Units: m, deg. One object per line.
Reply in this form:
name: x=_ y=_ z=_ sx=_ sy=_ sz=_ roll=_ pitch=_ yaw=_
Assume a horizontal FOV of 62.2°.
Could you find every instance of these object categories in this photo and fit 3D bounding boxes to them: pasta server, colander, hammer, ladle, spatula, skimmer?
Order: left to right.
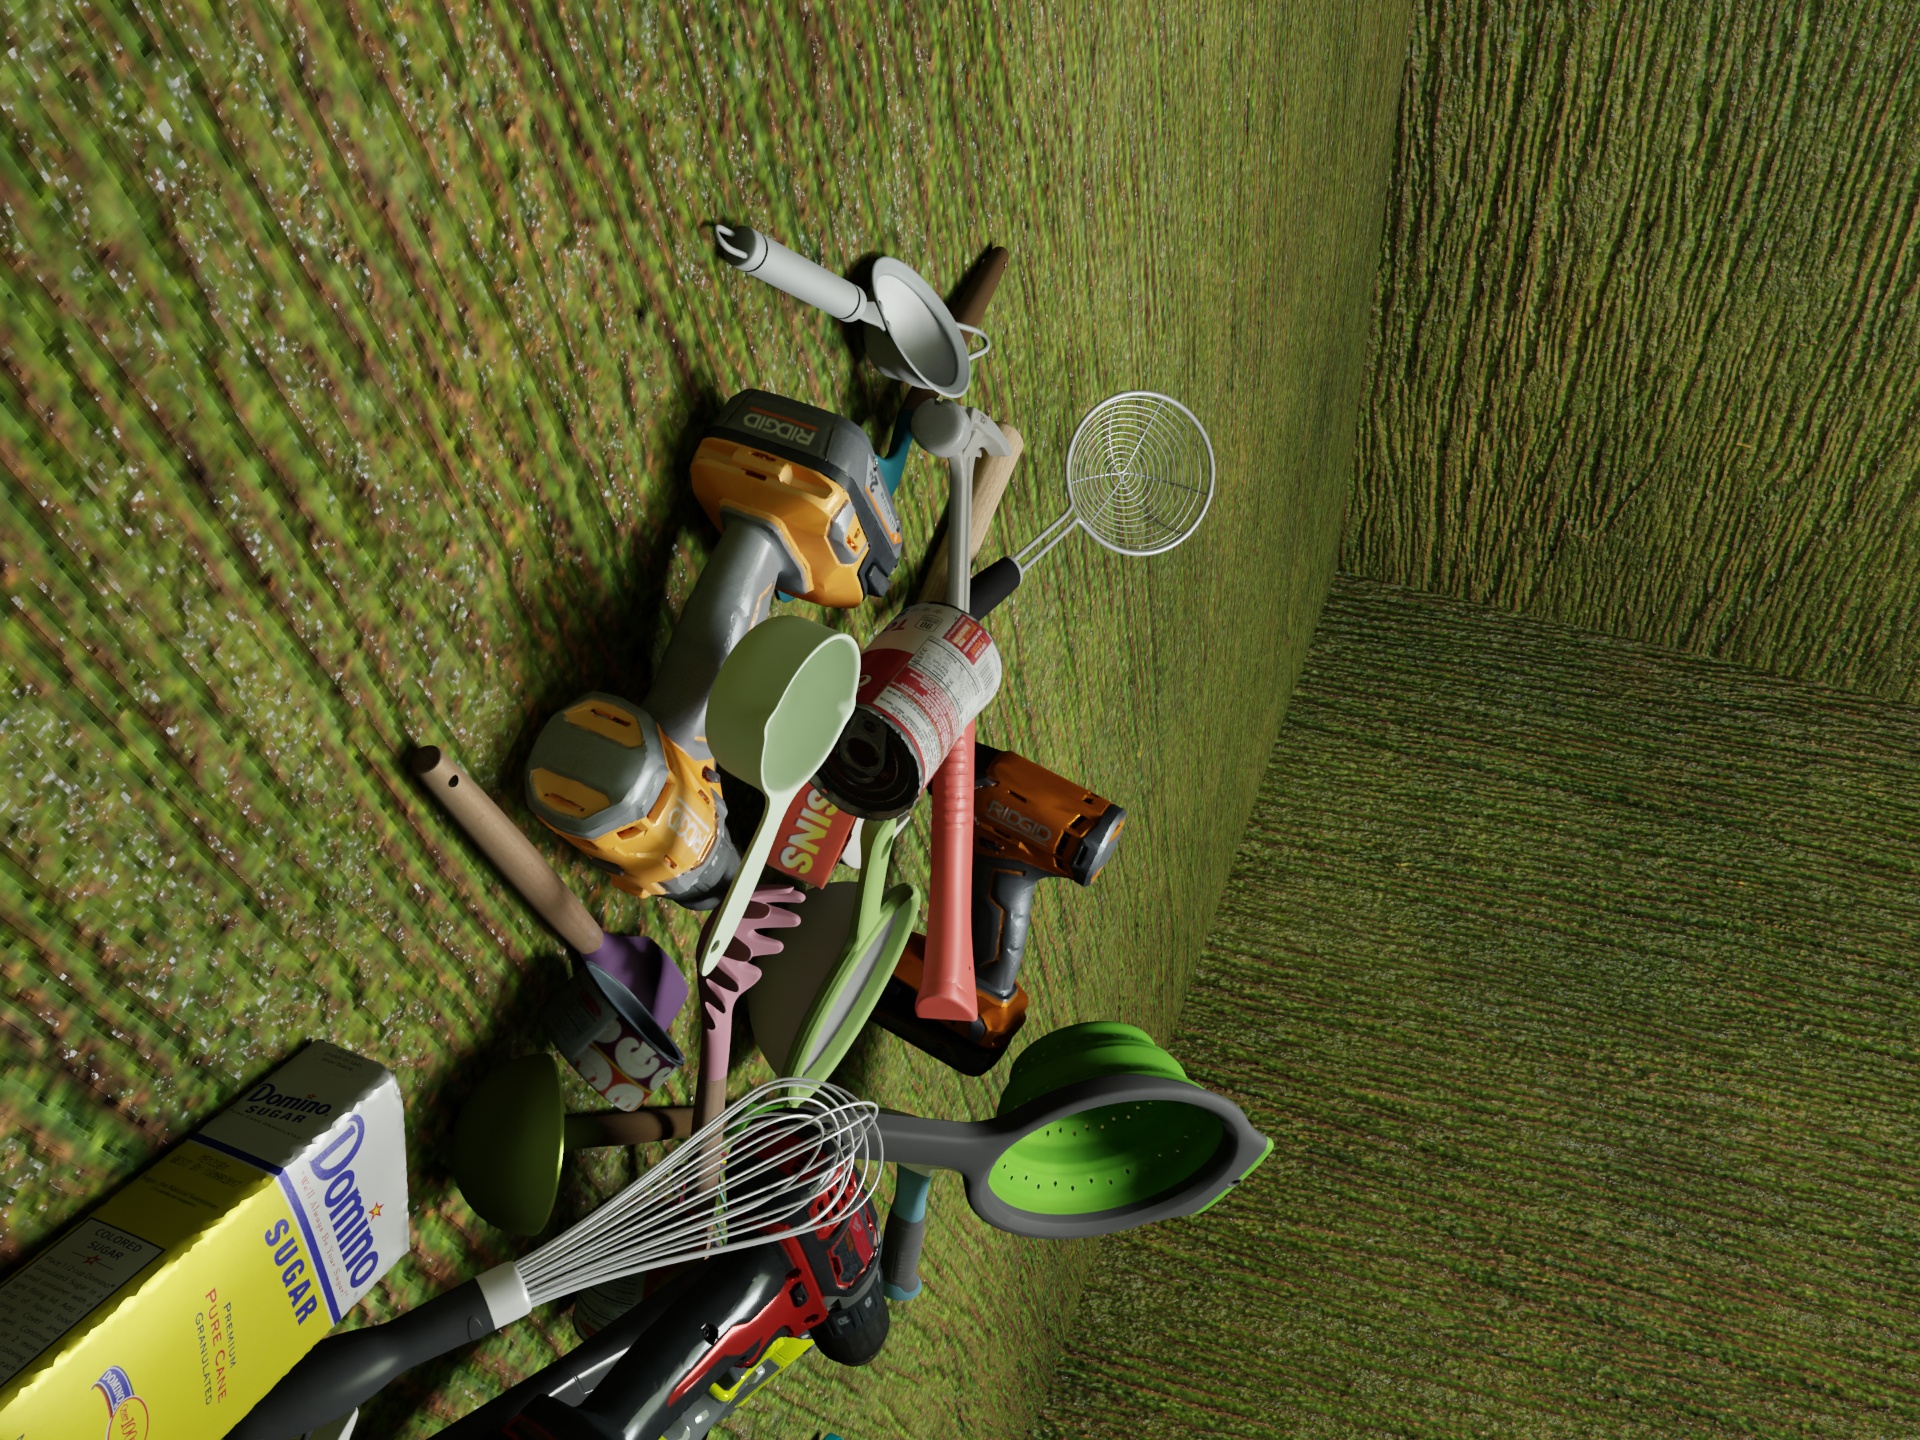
spatula: x=-0.181 y=0.093 z=0.733 sx=0.060 sy=0.018 sz=0.315 roll=-58 pitch=158 yaw=-22
hammer: x=-0.177 y=0.306 z=0.760 sx=0.334 sy=0.035 sz=0.146 roll=-19 pitch=121 yaw=-50
ladle: x=-0.168 y=0.211 z=0.818 sx=0.320 sy=0.062 sz=0.078 roll=46 pitch=45 yaw=-73
pasta server: x=-0.128 y=0.211 z=0.853 sx=0.060 sy=0.040 sz=0.316 roll=-47 pitch=153 yaw=-54
spatula: x=-0.032 y=-0.196 z=0.942 sx=0.082 sy=0.044 sz=0.318 roll=85 pitch=22 yaw=-46
hammer: x=-0.043 y=0.408 z=1.306 sx=0.330 sy=0.128 sz=0.033 roll=99 pitch=18 yaw=-51
hammer: x=-0.024 y=-0.055 z=1.069 sx=0.130 sy=0.031 sz=0.331 roll=66 pitch=43 yaw=-64
hammer: x=-0.002 y=-0.003 z=0.949 sx=0.149 sy=0.037 sz=0.359 roll=0 pitch=92 yaw=-78
colander: x=0.025 y=0.265 z=1.104 sx=0.204 sy=0.396 sz=0.095 roll=-56 pitch=-147 yaw=36
skimmer: x=0.082 y=-0.136 z=1.130 sx=0.127 sy=0.090 sz=0.363 roll=64 pitch=35 yaw=-14

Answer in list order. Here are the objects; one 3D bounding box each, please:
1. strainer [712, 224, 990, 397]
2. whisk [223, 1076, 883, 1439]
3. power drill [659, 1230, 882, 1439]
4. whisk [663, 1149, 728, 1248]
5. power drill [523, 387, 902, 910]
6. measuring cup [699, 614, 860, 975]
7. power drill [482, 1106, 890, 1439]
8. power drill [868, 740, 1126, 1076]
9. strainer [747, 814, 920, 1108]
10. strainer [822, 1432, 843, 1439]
strainer: x=-0.057 y=-0.214 z=0.818 sx=0.258 sy=0.050 sz=0.087 roll=2 pitch=65 yaw=-66
whisk: x=-0.158 y=0.222 z=0.657 sx=0.284 sy=0.070 sz=0.070 roll=-20 pitch=132 yaw=-26
power drill: x=-0.143 y=0.381 z=0.899 sx=0.190 sy=0.080 sz=0.228 roll=-47 pitch=175 yaw=29
whisk: x=-0.152 y=0.332 z=1.009 sx=0.047 sy=0.051 sz=0.244 roll=-38 pitch=150 yaw=-28
power drill: x=-0.109 y=-0.019 z=0.765 sx=0.185 sy=0.084 sz=0.226 roll=69 pitch=44 yaw=-66
measuring cup: x=-0.095 y=0.032 z=0.691 sx=0.167 sy=0.038 sz=0.083 roll=-67 pitch=162 yaw=14
power drill: x=-0.115 y=0.319 z=0.761 sx=0.227 sy=0.080 sz=0.187 roll=-48 pitch=142 yaw=-35
power drill: x=0.004 y=0.124 z=1.149 sx=0.084 sy=0.164 sz=0.226 roll=-34 pitch=149 yaw=-65
strainer: x=-0.082 y=0.120 z=0.933 sx=0.151 sy=0.069 sz=0.256 roll=-54 pitch=165 yaw=-38
strainer: x=-0.139 y=0.668 z=1.234 sx=0.340 sy=0.095 sz=0.211 roll=-20 pitch=123 yaw=-68
